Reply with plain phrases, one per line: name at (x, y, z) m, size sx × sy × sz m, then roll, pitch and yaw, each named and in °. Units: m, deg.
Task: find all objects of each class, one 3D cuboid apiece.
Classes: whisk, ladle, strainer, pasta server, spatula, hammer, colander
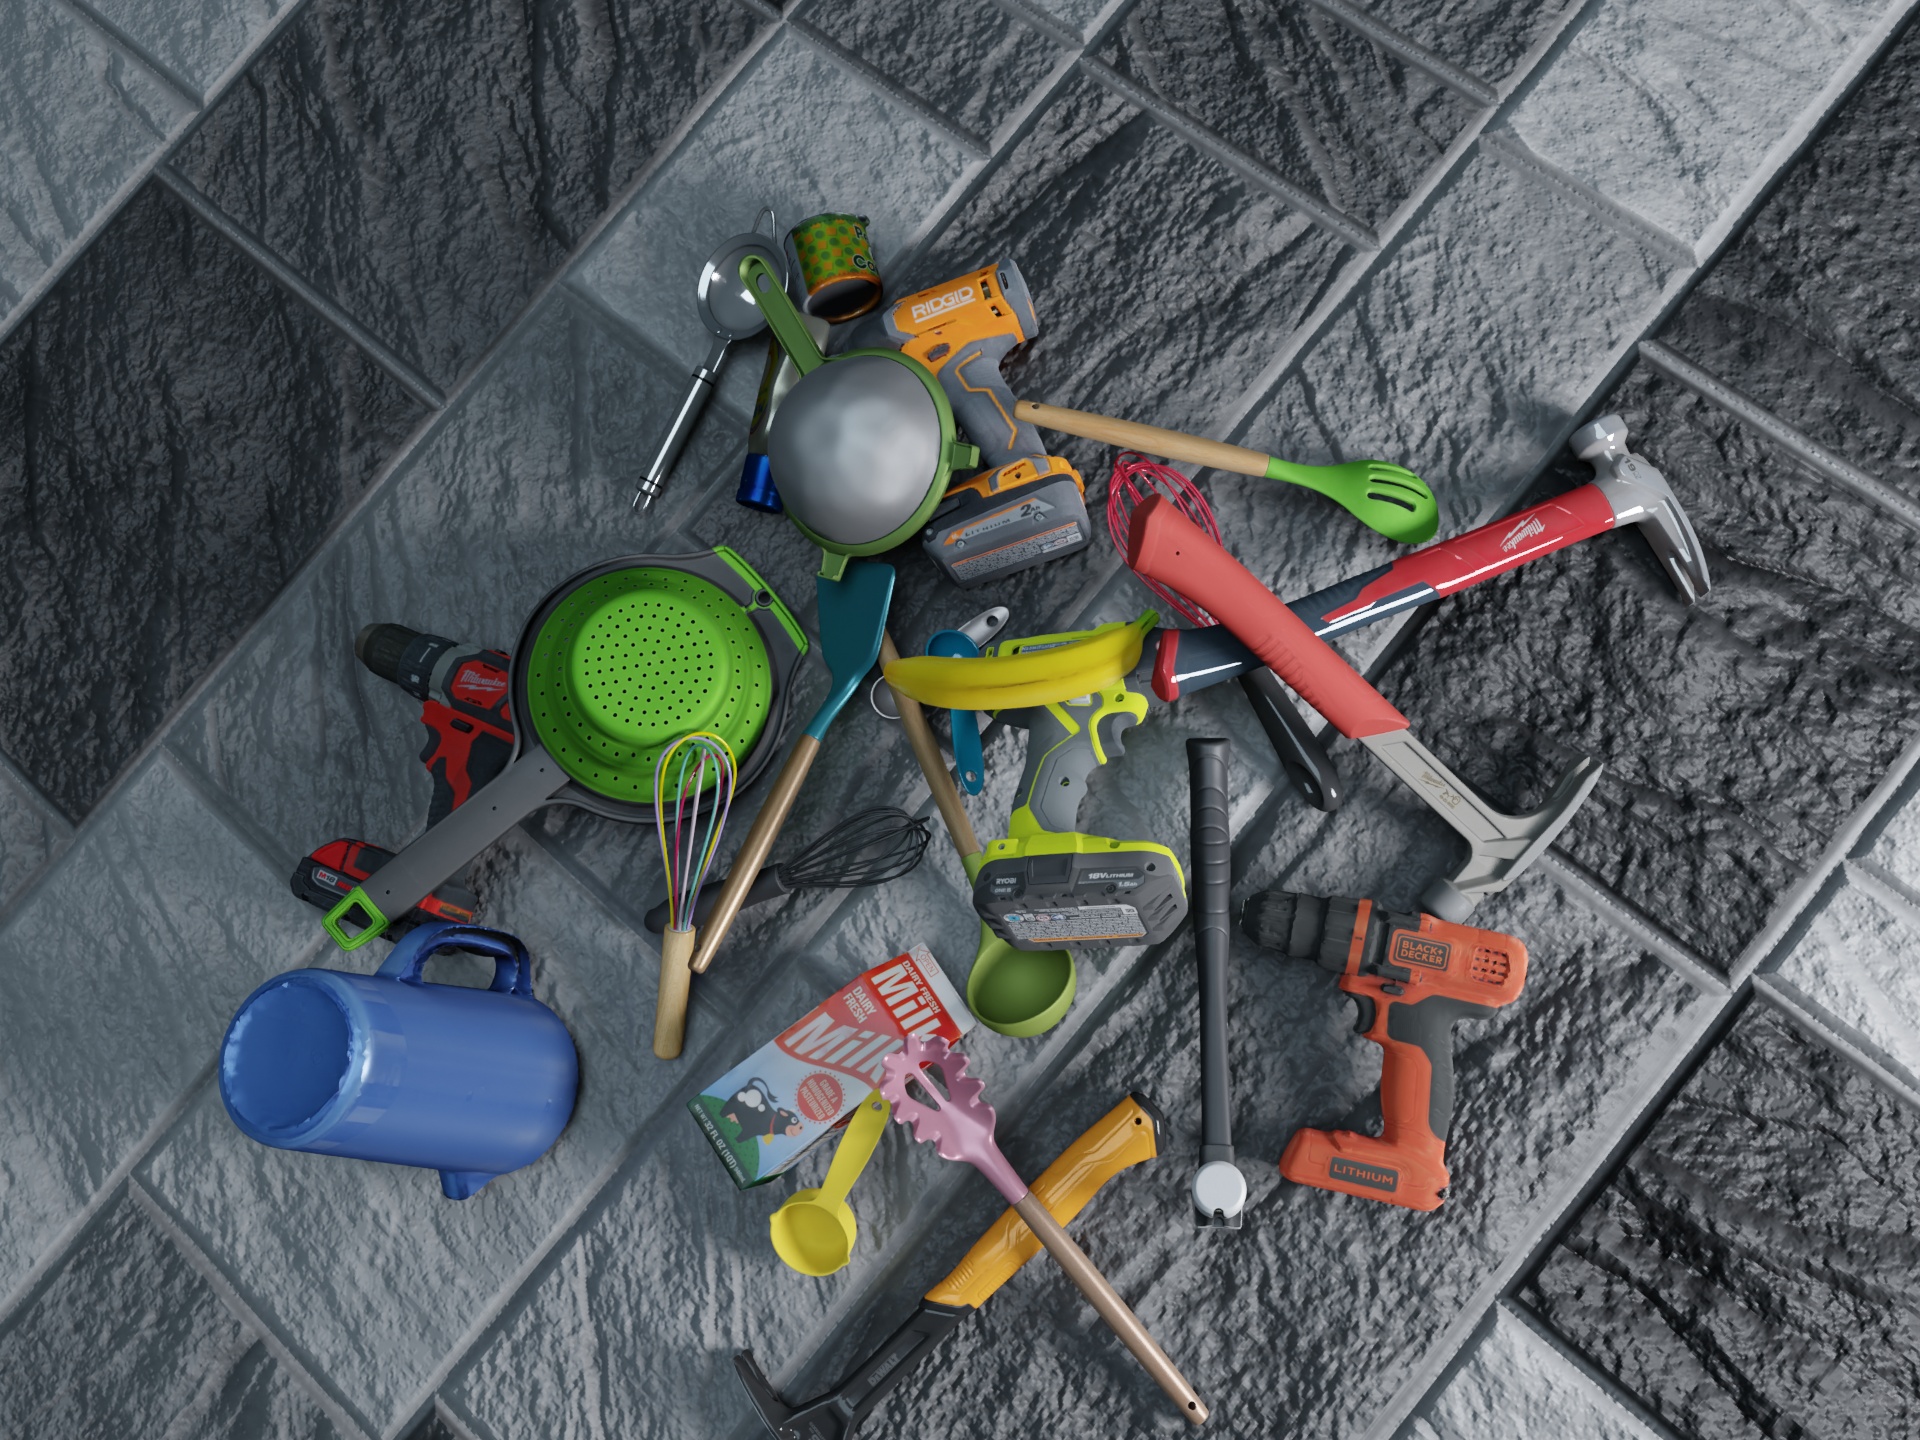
whisk at (-0.190, 0.125, 1.115) m, size 0.051 × 0.047 × 0.245 m, roll 19°, pitch 108°, yaw 34°
ladle at (-0.005, 0.069, 1.119) m, size 0.078 × 0.062 × 0.320 m, roll -24°, pitch 77°, yaw 3°
strainer at (-0.108, -0.238, 1.131) m, size 0.151 × 0.069 × 0.256 m, roll -37°, pitch 73°, yaw 22°
pasta server at (0.057, 0.332, 1.030) m, size 0.060 × 0.040 × 0.316 m, roll -39°, pitch 89°, yaw -10°
spatula at (-0.125, 0.030, 1.129) m, size 0.082 × 0.044 × 0.318 m, roll 5°, pitch 62°, yaw 42°
hammer at (0.250, -0.024, 1.022) m, size 0.359 × 0.037 × 0.149 m, roll 41°, pitch 94°, yaw -15°
hammer at (0.167, 0.165, 1.056) m, size 0.035 × 0.146 × 0.335 m, roll -1°, pitch 66°, yaw 8°
strainer at (-0.197, -0.277, 1.248) m, size 0.087 × 0.050 × 0.258 m, roll 27°, pitch 89°, yaw 28°
hammer at (0.004, 0.370, 1.070) m, size 0.337 × 0.034 × 0.127 m, roll -43°, pitch 75°, yaw -1°
colander at (-0.282, 0.020, 1.115) m, size 0.397 × 0.094 × 0.204 m, roll -40°, pitch 89°, yaw -14°
whisk at (0.187, -0.065, 1.124) m, size 0.073 × 0.073 × 0.296 m, roll -30°, pitch 79°, yaw 3°
hammer at (0.311, -0.081, 1.068) m, size 0.386 × 0.038 × 0.143 m, roll -22°, pitch 75°, yaw -10°
whisk at (-0.126, 0.110, 1.130) m, size 0.239 × 0.055 × 0.055 m, roll -20°, pitch 74°, yaw 20°

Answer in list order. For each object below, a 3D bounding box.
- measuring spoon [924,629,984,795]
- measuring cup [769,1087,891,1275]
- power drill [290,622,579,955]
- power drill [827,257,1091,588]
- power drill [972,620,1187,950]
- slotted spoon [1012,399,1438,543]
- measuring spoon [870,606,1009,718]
measuring spoon at (-0.002, -0.004, 1.140) m, size 0.042 × 0.021 × 0.129 m, roll -1°, pitch 67°, yaw -19°
measuring cup at (-0.078, 0.305, 1.073) m, size 0.062 × 0.029 × 0.156 m, roll 28°, pitch 108°, yaw 7°
power drill at (-0.410, 0.043, 1.197) m, size 0.188 × 0.080 × 0.227 m, roll 22°, pitch 79°, yaw 13°
power drill at (-0.004, -0.219, 1.181) m, size 0.164 × 0.084 × 0.227 m, roll -18°, pitch 71°, yaw 8°
power drill at (0.091, 0.035, 1.072) m, size 0.171 × 0.080 × 0.223 m, roll -6°, pitch 56°, yaw 18°
slotted spoon at (0.190, -0.183, 1.118) m, size 0.313 × 0.031 × 0.070 m, roll 13°, pitch 55°, yaw -2°
measuring spoon at (-0.013, -0.044, 1.178) m, size 0.124 × 0.018 × 0.034 m, roll -37°, pitch 80°, yaw -7°
